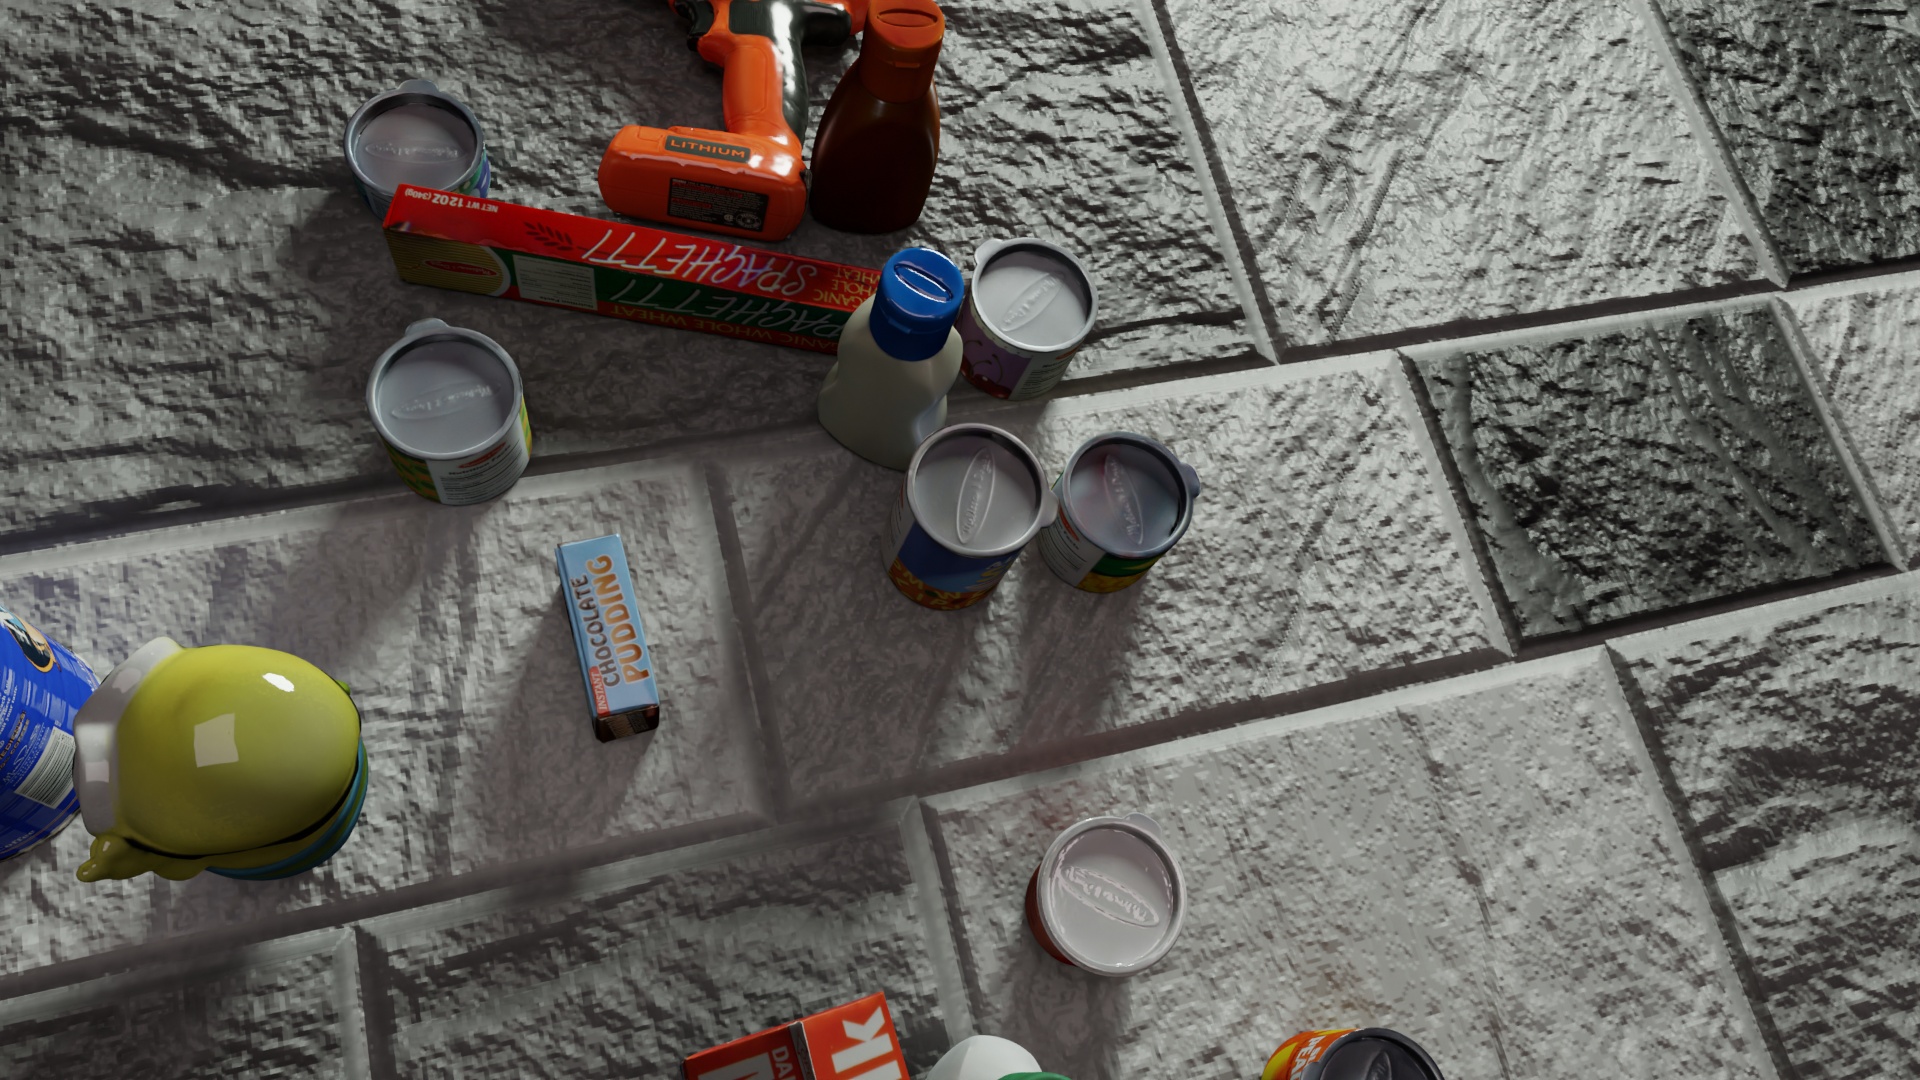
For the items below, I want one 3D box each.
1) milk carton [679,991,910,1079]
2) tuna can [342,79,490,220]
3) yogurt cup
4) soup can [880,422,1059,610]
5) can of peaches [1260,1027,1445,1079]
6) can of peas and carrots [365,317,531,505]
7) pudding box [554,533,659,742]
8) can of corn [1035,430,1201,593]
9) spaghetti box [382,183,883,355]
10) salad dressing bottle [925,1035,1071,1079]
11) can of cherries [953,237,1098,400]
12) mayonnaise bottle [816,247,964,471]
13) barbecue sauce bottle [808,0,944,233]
[{"bbox_3d":[-0.058,0.213,0.507,0.073,0.189,0.072,-14,74,-17],"label":"milk carton"},{"bbox_3d":[-0.273,-0.194,0.702,0.071,0.032,0.071,4,69,-11],"label":"tuna can"},{"bbox_3d":[0.062,0.162,0.626,0.072,0.053,0.072,4,69,-11],"label":"yogurt cup"},{"bbox_3d":[0.002,-0.008,0.663,0.071,0.083,0.071,4,69,-11],"label":"soup can"},{"bbox_3d":[0.171,0.250,0.614,0.071,0.058,0.071,4,69,-11],"label":"can of peaches"},{"bbox_3d":[-0.236,-0.058,0.644,0.071,0.058,0.071,4,69,-11],"label":"can of peas and carrots"},{"bbox_3d":[-0.159,0.044,0.626,0.030,0.049,0.084,-13,73,-16],"label":"pudding box"},{"bbox_3d":[0.078,-0.013,0.695,0.071,0.058,0.071,4,69,-11],"label":"can of corn"},{"bbox_3d":[-0.152,-0.131,0.694,0.250,0.050,0.029,9,68,-9],"label":"spaghetti box"},{"bbox_3d":[0.016,0.227,0.541,0.044,0.147,0.064,18,67,-5],"label":"salad dressing bottle"},{"bbox_3d":[0.031,-0.116,0.723,0.071,0.058,0.072,4,69,-11],"label":"can of cherries"},{"bbox_3d":[-0.029,-0.083,0.649,0.065,0.147,0.041,29,67,0],"label":"mayonnaise bottle"},{"bbox_3d":[-0.039,-0.211,0.696,0.065,0.148,0.044,-1,70,-12],"label":"barbecue sauce bottle"}]
